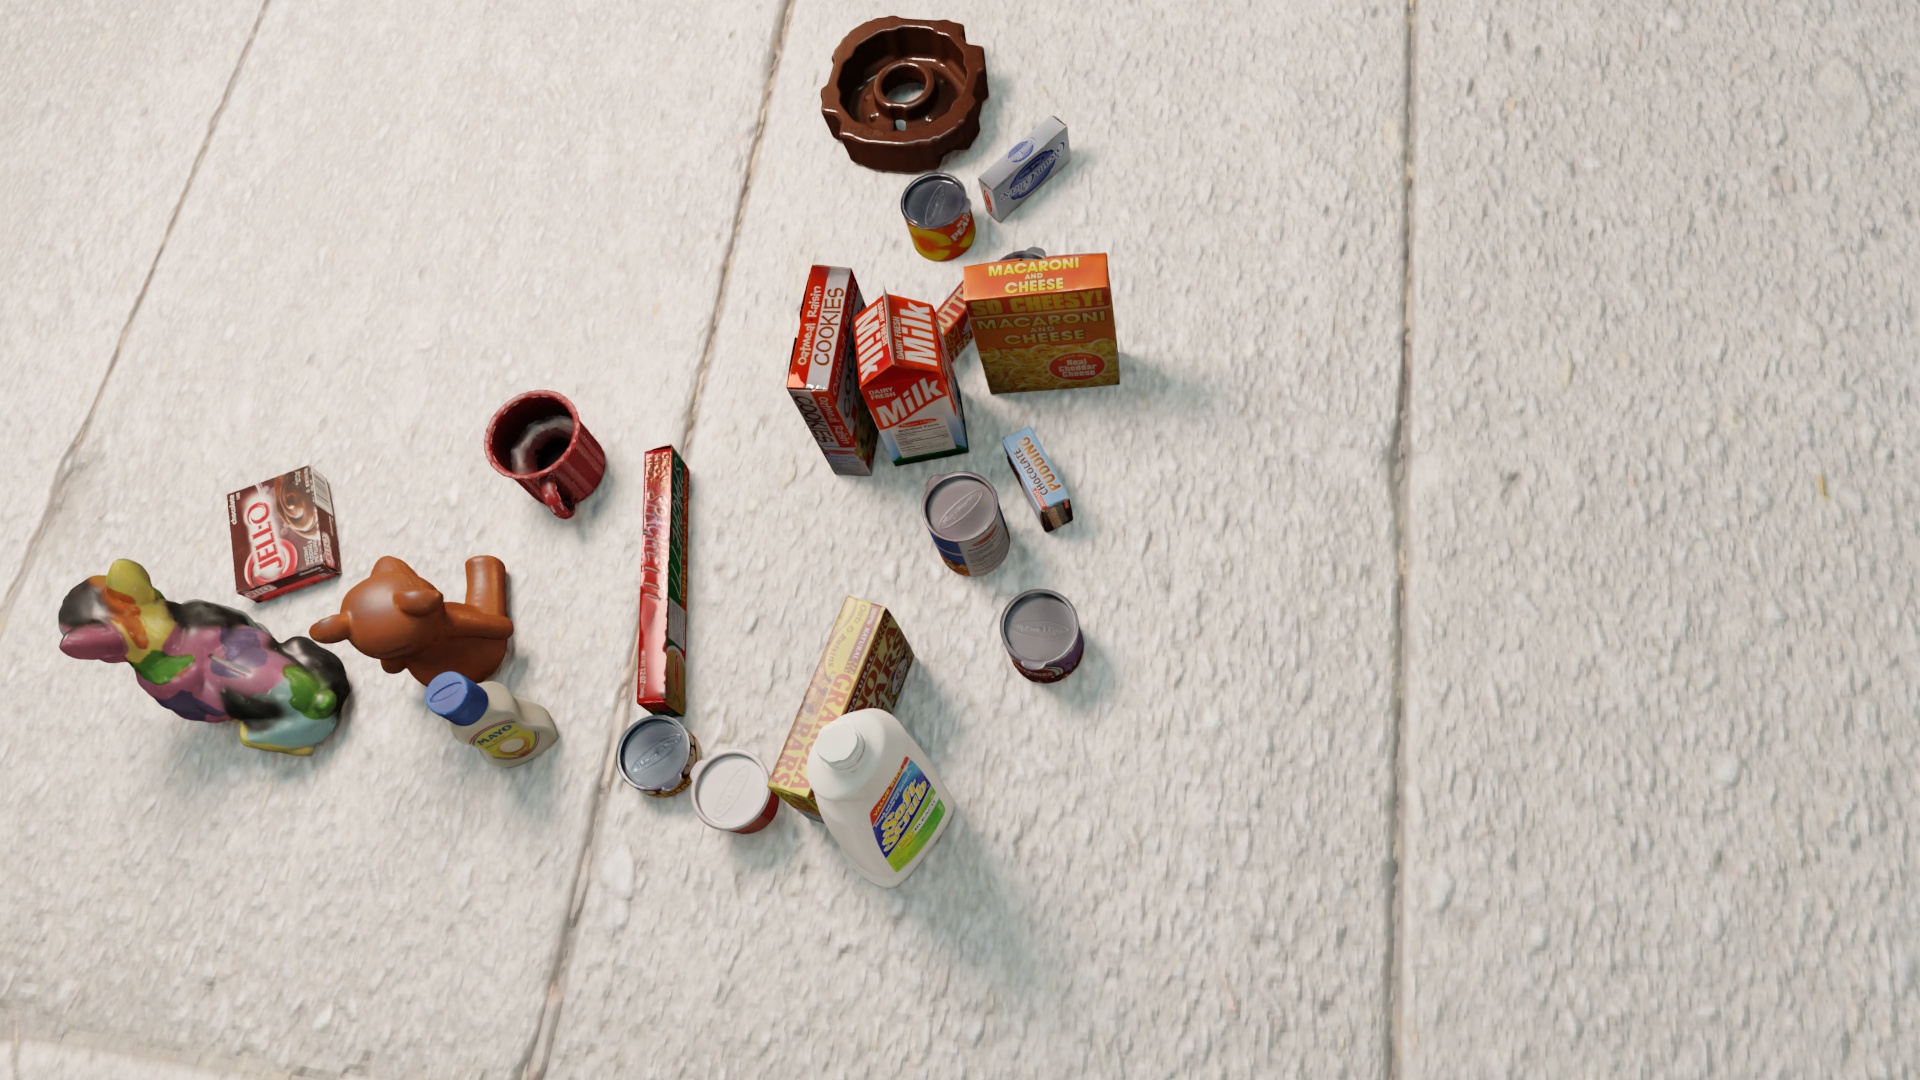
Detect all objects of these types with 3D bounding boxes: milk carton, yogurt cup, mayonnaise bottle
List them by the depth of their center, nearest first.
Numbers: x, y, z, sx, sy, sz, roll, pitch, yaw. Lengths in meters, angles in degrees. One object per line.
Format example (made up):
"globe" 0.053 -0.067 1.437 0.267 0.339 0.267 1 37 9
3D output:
"yogurt cup" -0.185 0.213 1.160 0.072 0.053 0.072 -4 66 8
"mayonnaise bottle" -0.399 0.150 1.173 0.065 0.147 0.041 -30 65 -4
"milk carton" -0.045 -0.143 1.218 0.073 0.190 0.072 -10 66 5

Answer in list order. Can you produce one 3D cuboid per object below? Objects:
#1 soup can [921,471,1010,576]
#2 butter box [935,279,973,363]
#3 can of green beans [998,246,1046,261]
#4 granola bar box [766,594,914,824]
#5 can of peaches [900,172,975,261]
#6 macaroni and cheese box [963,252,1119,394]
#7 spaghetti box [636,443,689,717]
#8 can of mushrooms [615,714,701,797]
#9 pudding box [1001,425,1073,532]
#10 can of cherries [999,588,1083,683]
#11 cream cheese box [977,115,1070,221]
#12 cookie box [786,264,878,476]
"soup can" 0.004 -0.015 1.212 0.071 0.083 0.071 -4 66 8
"butter box" -0.011 -0.197 1.311 0.024 0.053 0.104 33 76 21
"can of green beans" 0.062 -0.230 1.311 0.071 0.057 0.071 -4 66 8
"granola bar box" -0.093 0.143 1.137 0.039 0.123 0.166 16 70 16
"can of peaches" -0.019 -0.316 1.362 0.071 0.058 0.071 -4 66 8
"macaroni and cheese box" 0.075 -0.190 1.231 0.124 0.166 0.040 -4 67 8
"spaghetti box" -0.267 0.034 1.255 0.029 0.050 0.251 -7 66 7
"can of mushrooms" -0.258 0.188 1.195 0.071 0.033 0.071 -4 66 8
"pudding box" 0.069 -0.055 1.237 0.030 0.049 0.084 -26 65 -2
"can of cherries" 0.068 0.084 1.172 0.071 0.058 0.072 -4 66 8
"cream cheese box" 0.064 -0.367 1.373 0.104 0.053 0.024 -43 67 -10
"cookie box" -0.107 -0.149 1.243 0.040 0.167 0.123 3 68 11
